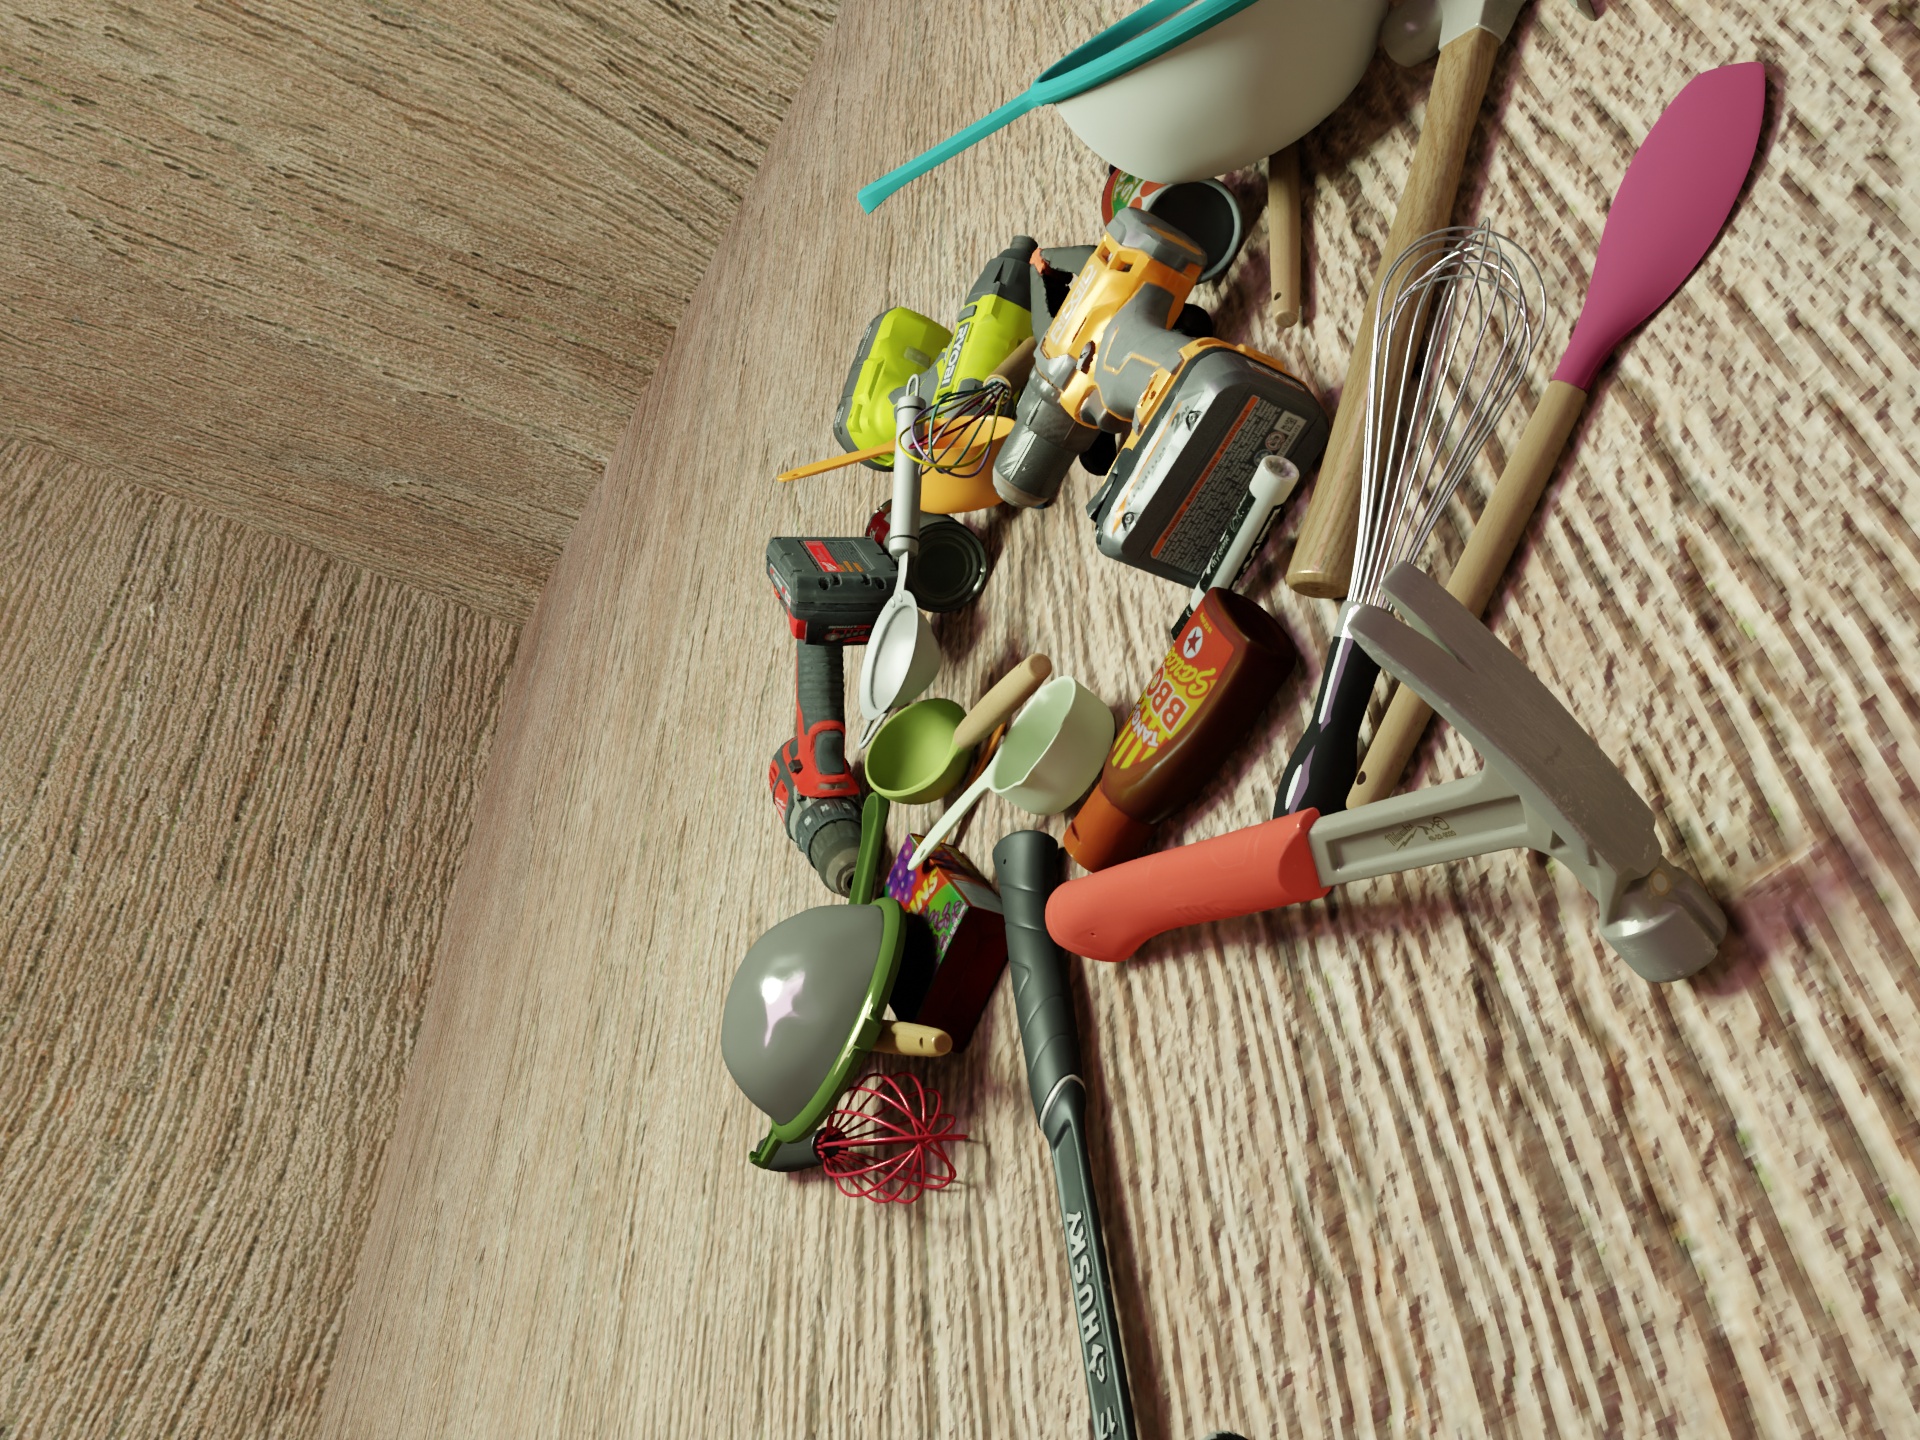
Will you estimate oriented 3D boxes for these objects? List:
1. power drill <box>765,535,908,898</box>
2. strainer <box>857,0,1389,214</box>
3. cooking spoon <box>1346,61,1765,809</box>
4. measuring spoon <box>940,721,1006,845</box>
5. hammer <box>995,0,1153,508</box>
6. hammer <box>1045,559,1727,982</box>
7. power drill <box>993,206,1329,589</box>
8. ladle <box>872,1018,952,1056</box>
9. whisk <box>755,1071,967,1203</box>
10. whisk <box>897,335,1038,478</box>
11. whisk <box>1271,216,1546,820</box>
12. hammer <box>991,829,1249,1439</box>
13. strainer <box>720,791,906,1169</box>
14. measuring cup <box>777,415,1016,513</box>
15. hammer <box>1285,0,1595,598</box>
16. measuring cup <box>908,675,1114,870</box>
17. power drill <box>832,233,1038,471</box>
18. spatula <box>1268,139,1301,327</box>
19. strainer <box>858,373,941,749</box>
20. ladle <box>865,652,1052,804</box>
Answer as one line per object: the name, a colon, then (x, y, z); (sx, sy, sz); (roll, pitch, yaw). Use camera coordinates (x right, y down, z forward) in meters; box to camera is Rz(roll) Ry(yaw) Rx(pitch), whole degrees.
power drill: (-0.089, -0.002, 1.119); (0.188, 0.080, 0.226); (-126, 38, -61)
strainer: (0.098, -0.338, 0.901); (0.340, 0.095, 0.211); (-20, 24, 29)
cooking spoon: (0.226, -0.106, 0.620); (0.319, 0.017, 0.069); (-66, 21, 6)
measuring spoon: (0.005, 0.052, 1.006); (0.117, 0.011, 0.021); (-64, 7, 3)
hammer: (0.112, -0.339, 1.077); (0.144, 0.035, 0.405); (13, 82, 68)
hammer: (0.112, 0.051, 0.620); (0.037, 0.149, 0.359); (-47, 6, -23)
power drill: (0.092, -0.159, 0.871); (0.185, 0.084, 0.226); (-58, 30, 27)
ladle: (-0.055, 0.183, 0.925); (0.315, 0.031, 0.069); (151, 119, -70)
whisk: (-0.072, 0.250, 0.939); (0.296, 0.073, 0.073); (144, 142, -62)
whisk: (0.015, -0.219, 1.073); (0.047, 0.051, 0.245); (-6, 26, 24)
whisk: (0.176, -0.070, 0.658); (0.070, 0.070, 0.284); (16, 90, 68)
hammer: (0.048, 0.199, 0.736); (0.149, 0.036, 0.409); (-56, 24, 31)
strainer: (-0.089, 0.124, 0.948); (0.151, 0.069, 0.257); (-53, 18, 37)
measuring cup: (-0.040, -0.168, 1.114); (0.095, 0.173, 0.052); (-129, 26, -62)
hammer: (0.211, -0.214, 0.738); (0.130, 0.031, 0.331); (-5, 66, 67)
measuring cup: (0.028, 0.044, 0.898); (0.167, 0.038, 0.083); (-48, 17, 35)
power drill: (-0.012, -0.286, 1.271); (0.223, 0.080, 0.171); (1, 71, 63)
spatula: (0.187, -0.339, 0.926); (0.059, 0.018, 0.316); (-35, 38, 44)
strainer: (-0.034, -0.105, 1.027); (0.087, 0.050, 0.258); (-23, 61, 62)
ladle: (-0.001, -0.003, 0.909); (0.078, 0.062, 0.320); (-52, 2, -15)
